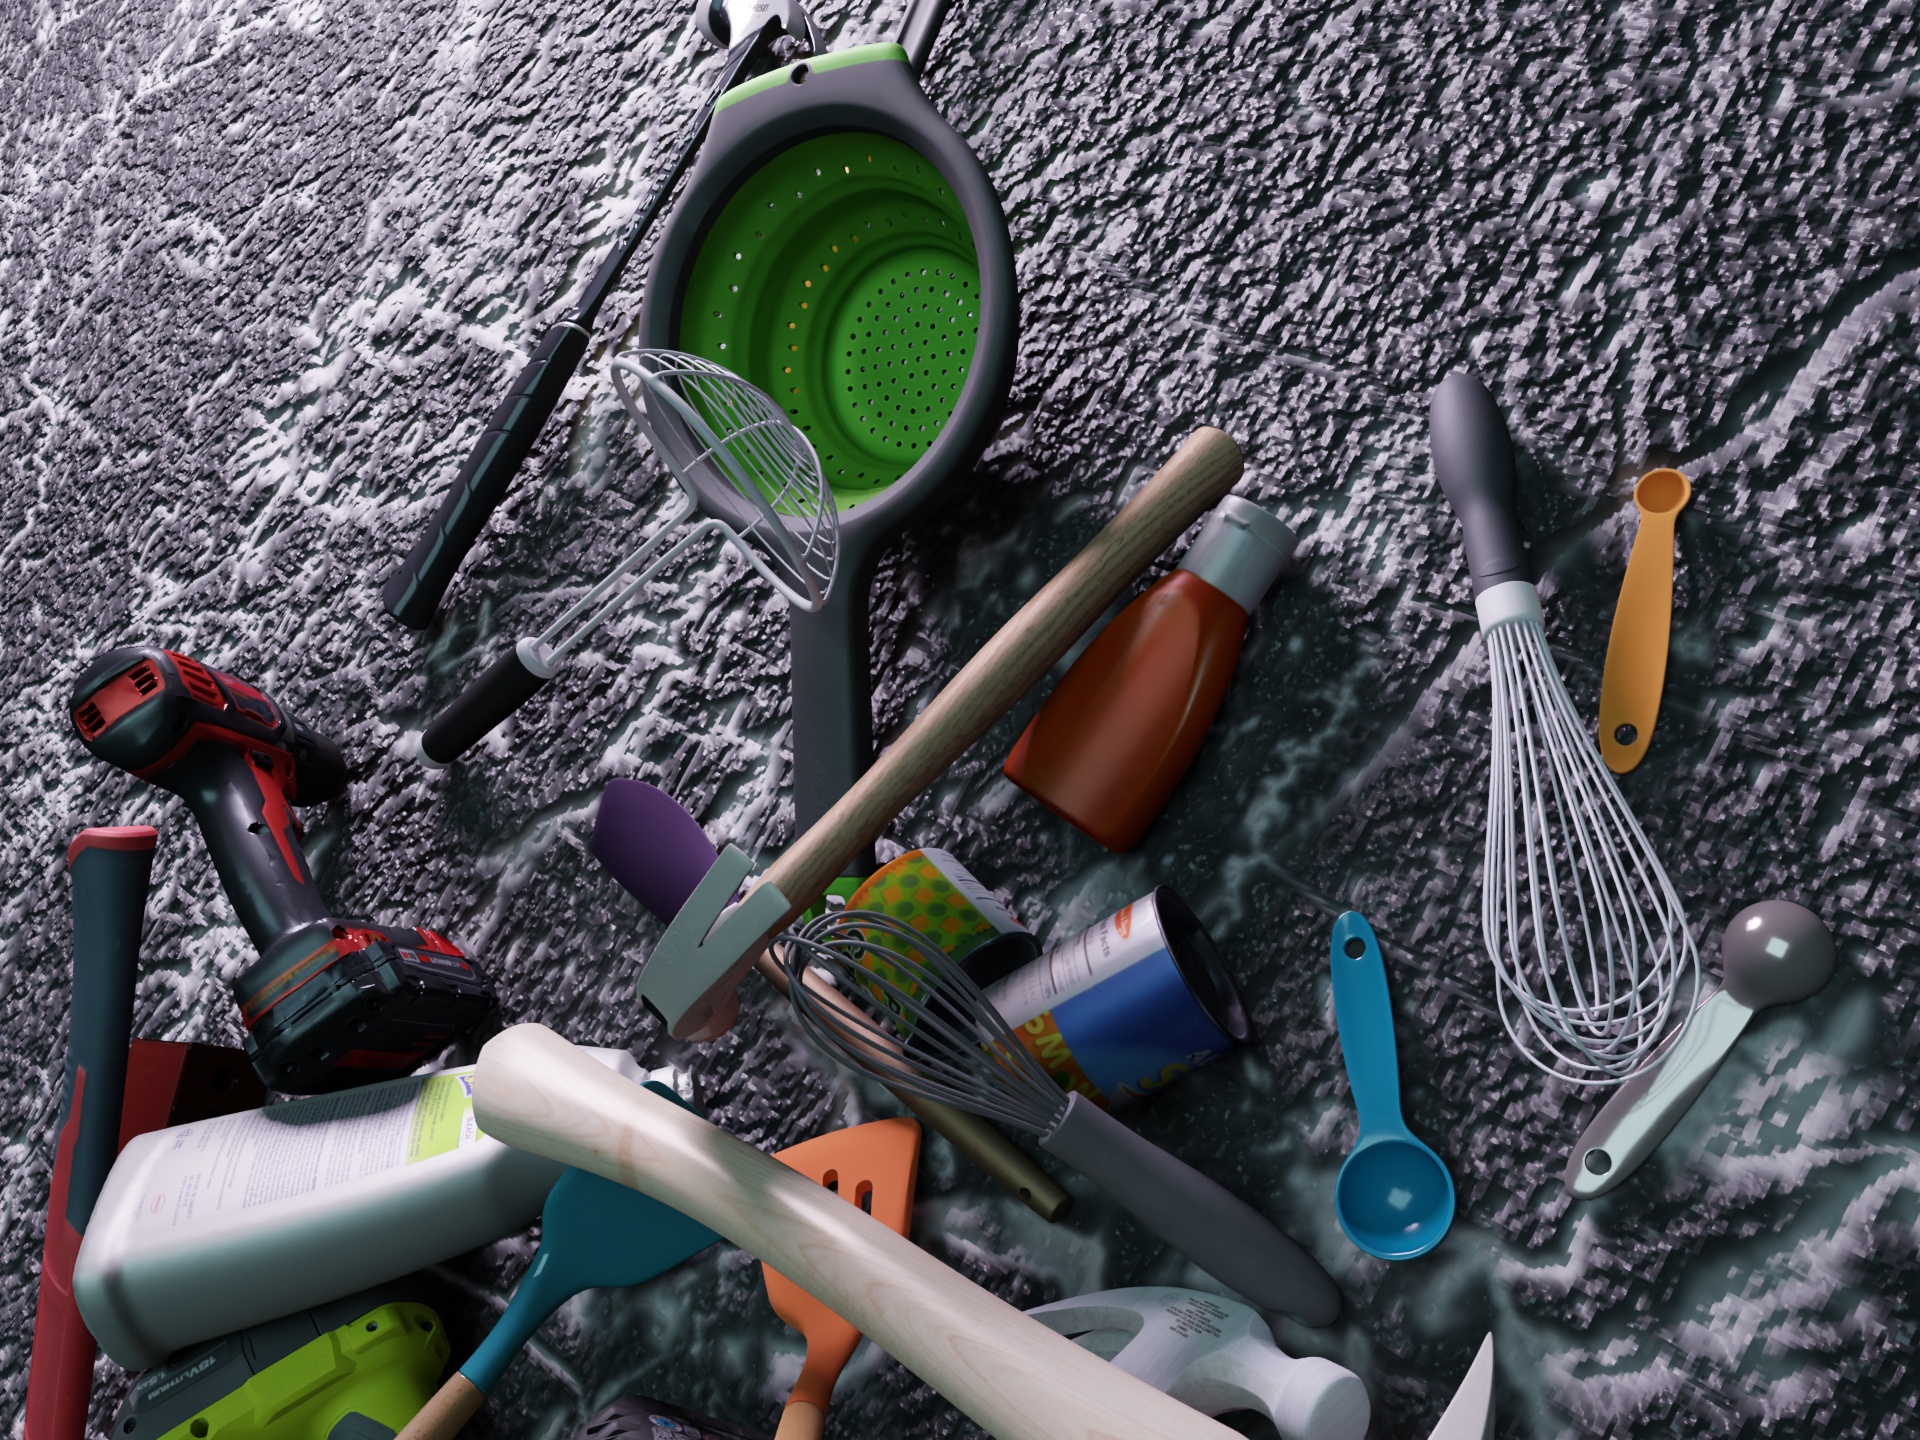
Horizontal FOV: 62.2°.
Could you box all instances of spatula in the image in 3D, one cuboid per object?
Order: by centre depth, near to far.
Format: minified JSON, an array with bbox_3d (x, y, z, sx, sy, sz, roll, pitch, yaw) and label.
[{"bbox_3d":[-0.061,0.243,0.529,0.081,0.323,0.041,-19,105,11],"label":"spatula"},{"bbox_3d":[-0.208,0.282,0.620,0.317,0.082,0.044,-48,20,-27],"label":"spatula"},{"bbox_3d":[-0.070,0.115,0.702,0.316,0.018,0.059,34,114,33],"label":"spatula"}]

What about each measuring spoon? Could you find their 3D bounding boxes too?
[{"bbox_3d":[0.242,0.110,0.527,0.034,0.018,0.124,41,95,34],"label":"measuring spoon"},{"bbox_3d":[0.153,0.131,0.576,0.042,0.021,0.129,-17,55,25],"label":"measuring spoon"},{"bbox_3d":[0.251,-0.036,0.584,0.021,0.011,0.117,6,79,33],"label":"measuring spoon"}]

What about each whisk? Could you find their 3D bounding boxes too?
[{"bbox_3d":[0.034,0.142,0.558,0.239,0.055,0.055,35,92,-1],"label":"whisk"},{"bbox_3d":[0.206,-0.011,0.574,0.070,0.070,0.285,-16,61,24],"label":"whisk"}]

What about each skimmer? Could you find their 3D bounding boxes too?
[{"bbox_3d":[-0.181,-0.042,0.725,0.363,0.090,0.127,-32,102,40],"label":"skimmer"}]

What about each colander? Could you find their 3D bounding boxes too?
[{"bbox_3d":[-0.041,-0.094,0.736,0.204,0.094,0.397,-2,89,32],"label":"colander"}]

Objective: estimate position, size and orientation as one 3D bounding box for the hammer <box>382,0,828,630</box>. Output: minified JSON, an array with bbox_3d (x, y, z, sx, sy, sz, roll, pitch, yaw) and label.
[{"bbox_3d":[-0.204,-0.228,0.884,0.409,0.036,0.149,-58,37,4],"label":"hammer"}]

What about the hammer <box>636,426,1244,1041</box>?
[{"bbox_3d":[-0.001,-0.002,0.634,0.031,0.130,0.331,43,76,8],"label":"hammer"}]

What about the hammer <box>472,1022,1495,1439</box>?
[{"bbox_3d":[-0.028,0.184,0.551,0.411,0.038,0.146,18,42,38],"label":"hammer"}]

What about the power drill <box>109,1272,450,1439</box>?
[{"bbox_3d":[-0.254,0.352,0.642,0.190,0.080,0.229,-27,50,-25],"label":"power drill"}]

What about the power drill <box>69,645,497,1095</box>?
[{"bbox_3d":[-0.328,0.073,0.797,0.080,0.187,0.227,-37,75,-2],"label":"power drill"}]

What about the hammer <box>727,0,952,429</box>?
[{"bbox_3d":[-0.055,-0.304,0.842,0.127,0.034,0.337,15,80,32],"label":"hammer"}]

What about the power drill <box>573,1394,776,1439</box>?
[{"bbox_3d":[-0.105,0.375,0.560,0.223,0.171,0.080,-68,14,-10],"label":"power drill"}]

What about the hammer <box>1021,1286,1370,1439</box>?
[{"bbox_3d":[-0.030,0.282,0.488,0.331,0.033,0.128,-28,16,-27],"label":"hammer"}]

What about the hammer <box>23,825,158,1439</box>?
[{"bbox_3d":[-0.427,0.246,0.787,0.143,0.038,0.386,10,93,30],"label":"hammer"}]
